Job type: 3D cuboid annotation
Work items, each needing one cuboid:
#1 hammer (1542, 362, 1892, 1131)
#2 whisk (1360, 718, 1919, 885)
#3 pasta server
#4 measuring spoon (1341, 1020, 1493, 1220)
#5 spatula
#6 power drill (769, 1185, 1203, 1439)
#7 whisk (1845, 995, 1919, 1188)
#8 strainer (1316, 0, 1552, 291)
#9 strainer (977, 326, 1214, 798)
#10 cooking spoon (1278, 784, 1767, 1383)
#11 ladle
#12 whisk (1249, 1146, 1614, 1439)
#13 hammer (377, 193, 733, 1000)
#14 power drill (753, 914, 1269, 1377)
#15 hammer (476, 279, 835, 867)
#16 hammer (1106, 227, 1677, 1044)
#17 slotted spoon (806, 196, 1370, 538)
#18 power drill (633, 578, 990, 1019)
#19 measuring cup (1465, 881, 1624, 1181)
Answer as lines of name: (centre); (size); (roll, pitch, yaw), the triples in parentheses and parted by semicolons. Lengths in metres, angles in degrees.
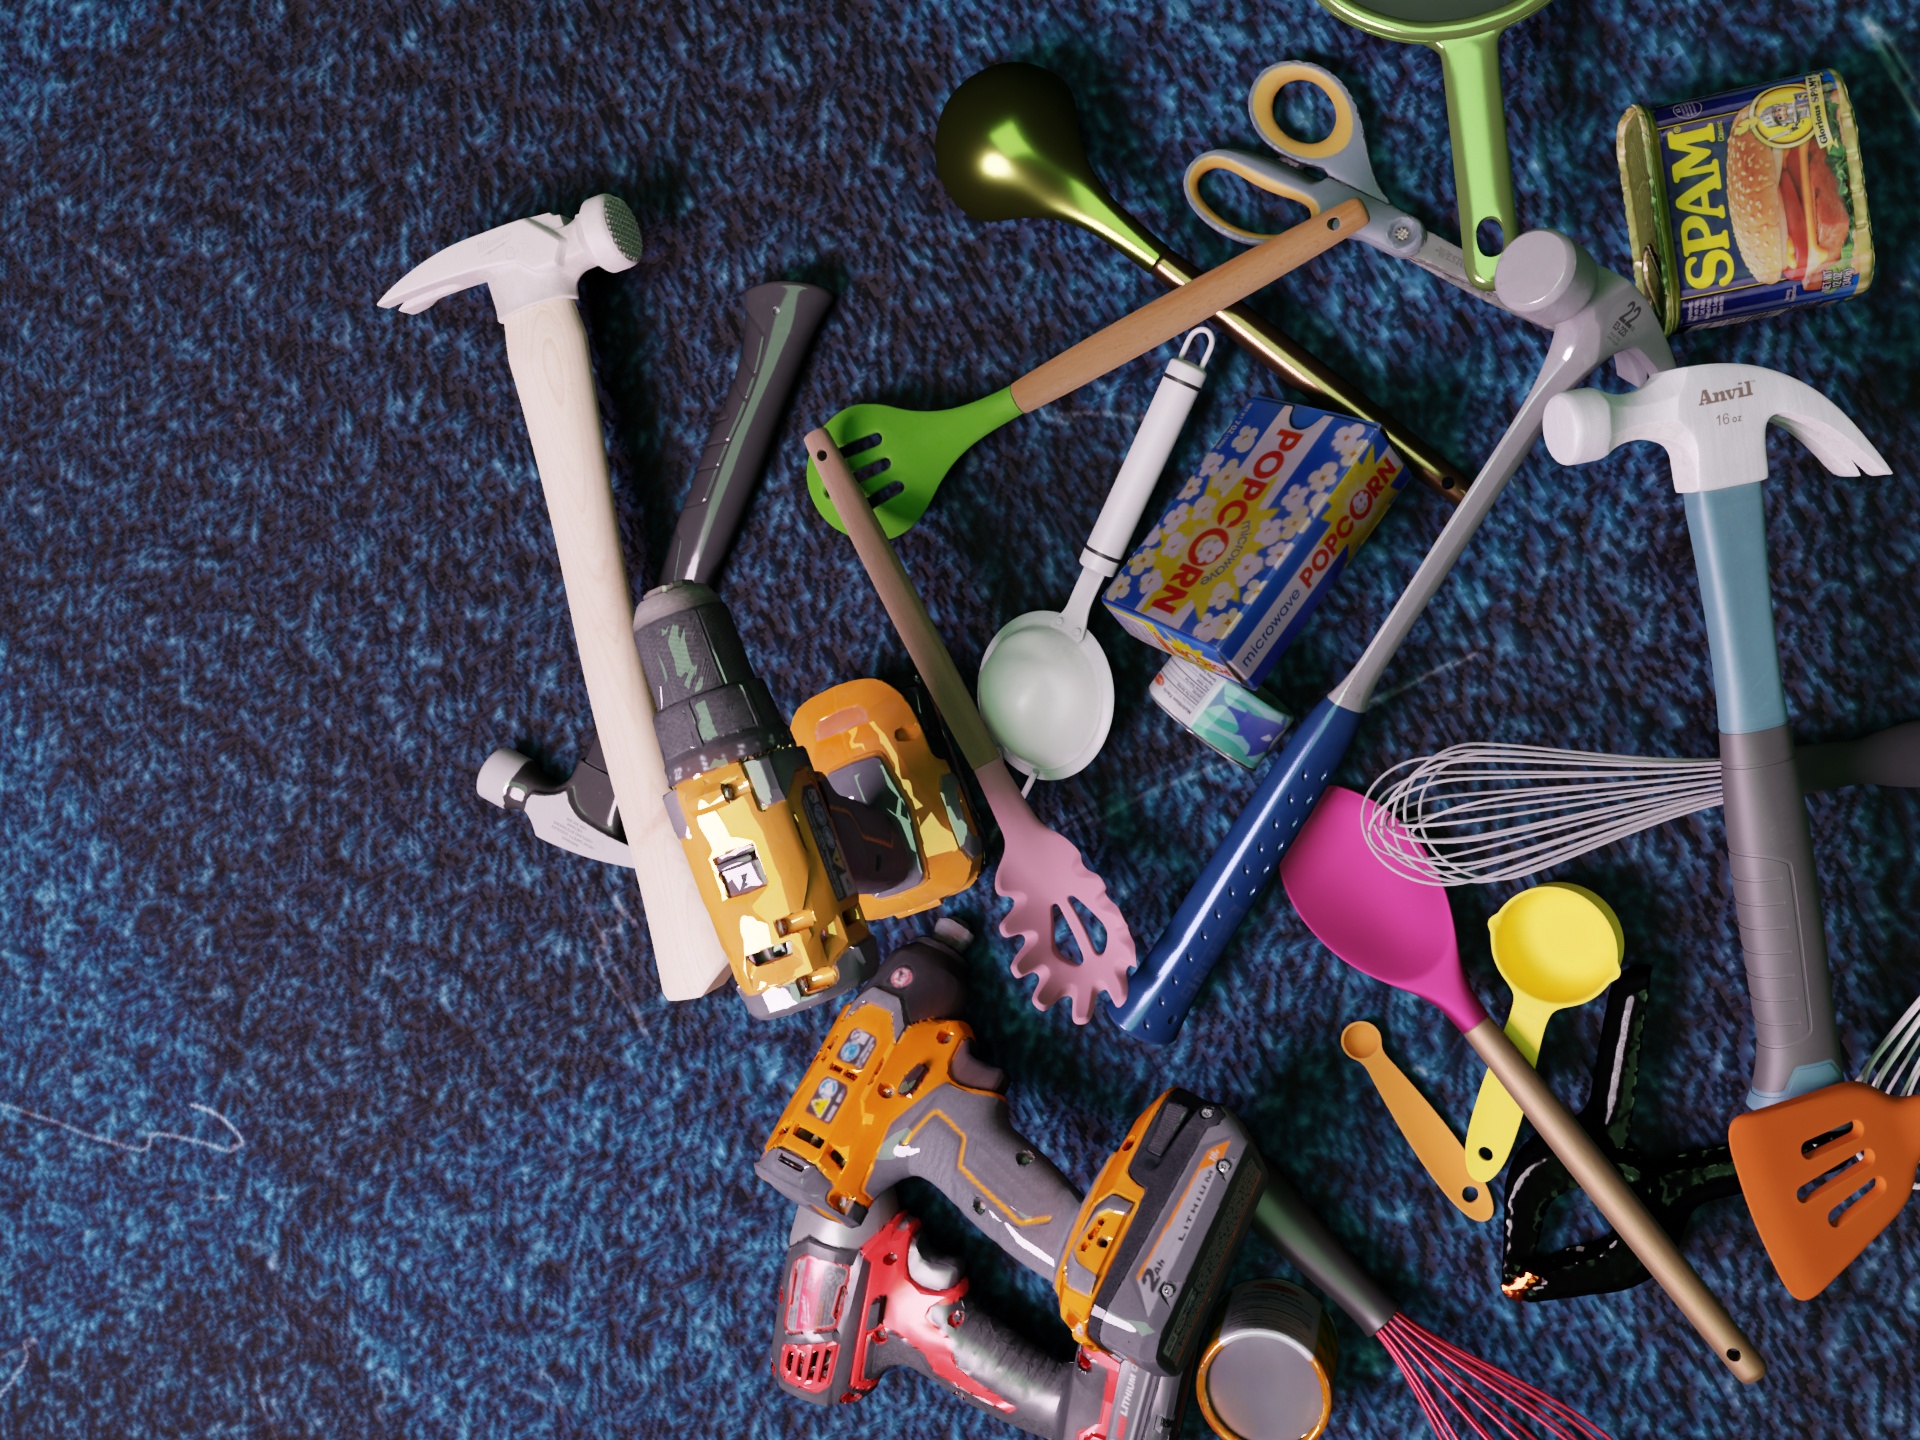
hammer: (0.332, 0.016, 0.665); (0.128, 0.033, 0.331); (-12, 98, -4)
whisk: (0.324, 0.028, 0.714); (0.284, 0.070, 0.070); (-9, 92, 7)
pasta server: (-0.001, -0.002, 0.775); (0.060, 0.040, 0.316); (-28, 87, 14)
measuring spoon: (0.226, 0.198, 0.787); (0.021, 0.011, 0.117); (-36, 88, 5)
spatula: (0.474, 0.144, 0.646); (0.322, 0.041, 0.081); (-21, 91, 8)
power drill: (0.011, 0.304, 0.824); (0.220, 0.078, 0.143); (12, 97, 17)
whisk: (0.448, 0.093, 0.689); (0.058, 0.059, 0.246); (22, 101, 34)
strainer: (0.223, -0.318, 0.712); (0.151, 0.069, 0.256); (-7, 93, 14)
strainer: (0.063, -0.072, 0.781); (0.087, 0.050, 0.258); (34, 107, 33)
cooking spoon: (0.258, 0.163, 0.742); (0.068, 0.017, 0.319); (-42, 71, 18)
ladle: (0.119, -0.206, 0.772); (0.320, 0.062, 0.078); (38, 108, 3)
whisk: (0.221, 0.305, 0.773); (0.296, 0.073, 0.073); (44, 104, 15)
hammer: (-0.195, -0.054, 0.835); (0.146, 0.038, 0.410); (-13, 90, 19)
power drill: (0.028, 0.196, 0.773); (0.227, 0.084, 0.164); (19, 68, 28)
hammer: (-0.141, -0.076, 0.854); (0.146, 0.035, 0.334); (26, 101, 13)
hammer: (0.188, -0.016, 0.732); (0.035, 0.144, 0.405); (45, 115, 39)
slotted spoon: (0.049, -0.169, 0.768); (0.314, 0.031, 0.070); (-24, 95, 25)
power drill: (-0.070, 0.024, 0.741); (0.084, 0.226, 0.185); (-21, 89, 16)
measuring cup: (0.272, 0.149, 0.761); (0.062, 0.029, 0.156); (22, 111, 31)
